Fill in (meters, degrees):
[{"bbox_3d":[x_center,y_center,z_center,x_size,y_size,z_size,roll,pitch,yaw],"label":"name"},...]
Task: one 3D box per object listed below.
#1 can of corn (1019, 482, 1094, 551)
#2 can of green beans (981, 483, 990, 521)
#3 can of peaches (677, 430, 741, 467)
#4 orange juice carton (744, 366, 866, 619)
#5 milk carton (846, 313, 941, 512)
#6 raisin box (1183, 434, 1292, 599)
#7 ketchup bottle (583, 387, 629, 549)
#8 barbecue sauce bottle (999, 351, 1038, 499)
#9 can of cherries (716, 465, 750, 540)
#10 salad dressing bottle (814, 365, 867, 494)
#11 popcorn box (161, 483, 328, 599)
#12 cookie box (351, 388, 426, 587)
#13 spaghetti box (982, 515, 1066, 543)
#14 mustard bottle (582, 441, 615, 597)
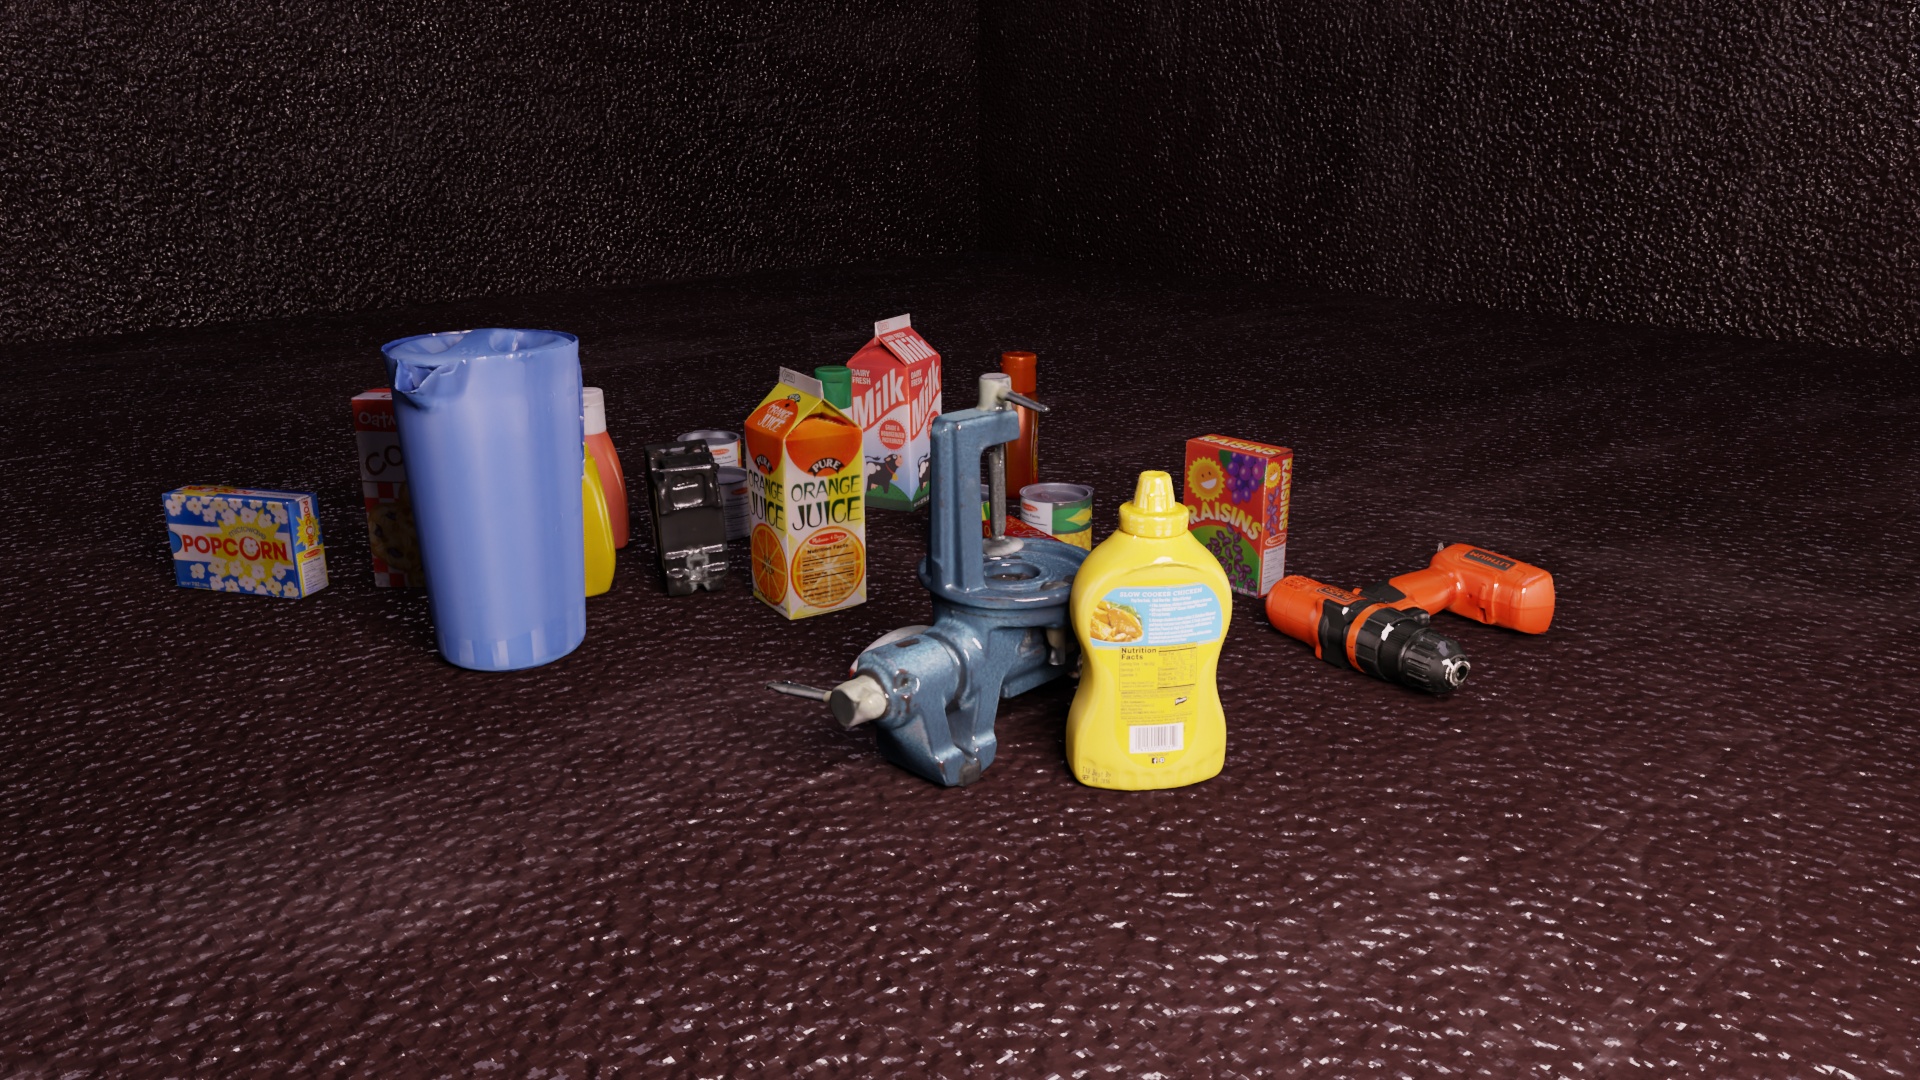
[{"bbox_3d":[0.089,-0.017,1.270,0.071,0.058,0.071,0,17,0],"label":"can of corn"},{"bbox_3d":[0.006,-0.017,1.270,0.071,0.057,0.071,0,17,0],"label":"can of green beans"},{"bbox_3d":[-0.267,-0.082,1.479,0.071,0.058,0.071,0,17,0],"label":"can of peaches"},{"bbox_3d":[-0.126,-0.041,1.128,0.073,0.192,0.072,-11,20,-31],"label":"orange juice carton"},{"bbox_3d":[-0.067,-0.132,1.416,0.073,0.189,0.072,8,19,25],"label":"milk carton"},{"bbox_3d":[0.233,-0.022,1.178,0.040,0.123,0.086,-15,23,-40],"label":"raisin box"},{"bbox_3d":[-0.341,-0.064,1.274,0.065,0.148,0.043,-4,18,-12],"label":"ketchup bottle"},{"bbox_3d":[0.060,-0.121,1.448,0.044,0.148,0.065,-1,17,-2],"label":"barbecue sauce bottle"},{"bbox_3d":[-0.233,-0.036,1.332,0.071,0.058,0.072,0,17,0],"label":"can of cherries"},{"bbox_3d":[-0.125,-0.098,1.380,0.064,0.147,0.044,-3,17,-10],"label":"salad dressing bottle"},{"bbox_3d":[-0.606,0.000,1.180,0.127,0.085,0.038,4,18,14],"label":"popcorn box"},{"bbox_3d":[-0.440,-0.044,1.181,0.123,0.166,0.040,1,17,5],"label":"cookie box"},{"bbox_3d":[0.089,0.034,1.122,0.029,0.050,0.250,-10,20,-27],"label":"spaghetti box"},{"bbox_3d":[-0.325,-0.033,1.156,0.065,0.159,0.049,-7,18,-20],"label":"mustard bottle"}]
